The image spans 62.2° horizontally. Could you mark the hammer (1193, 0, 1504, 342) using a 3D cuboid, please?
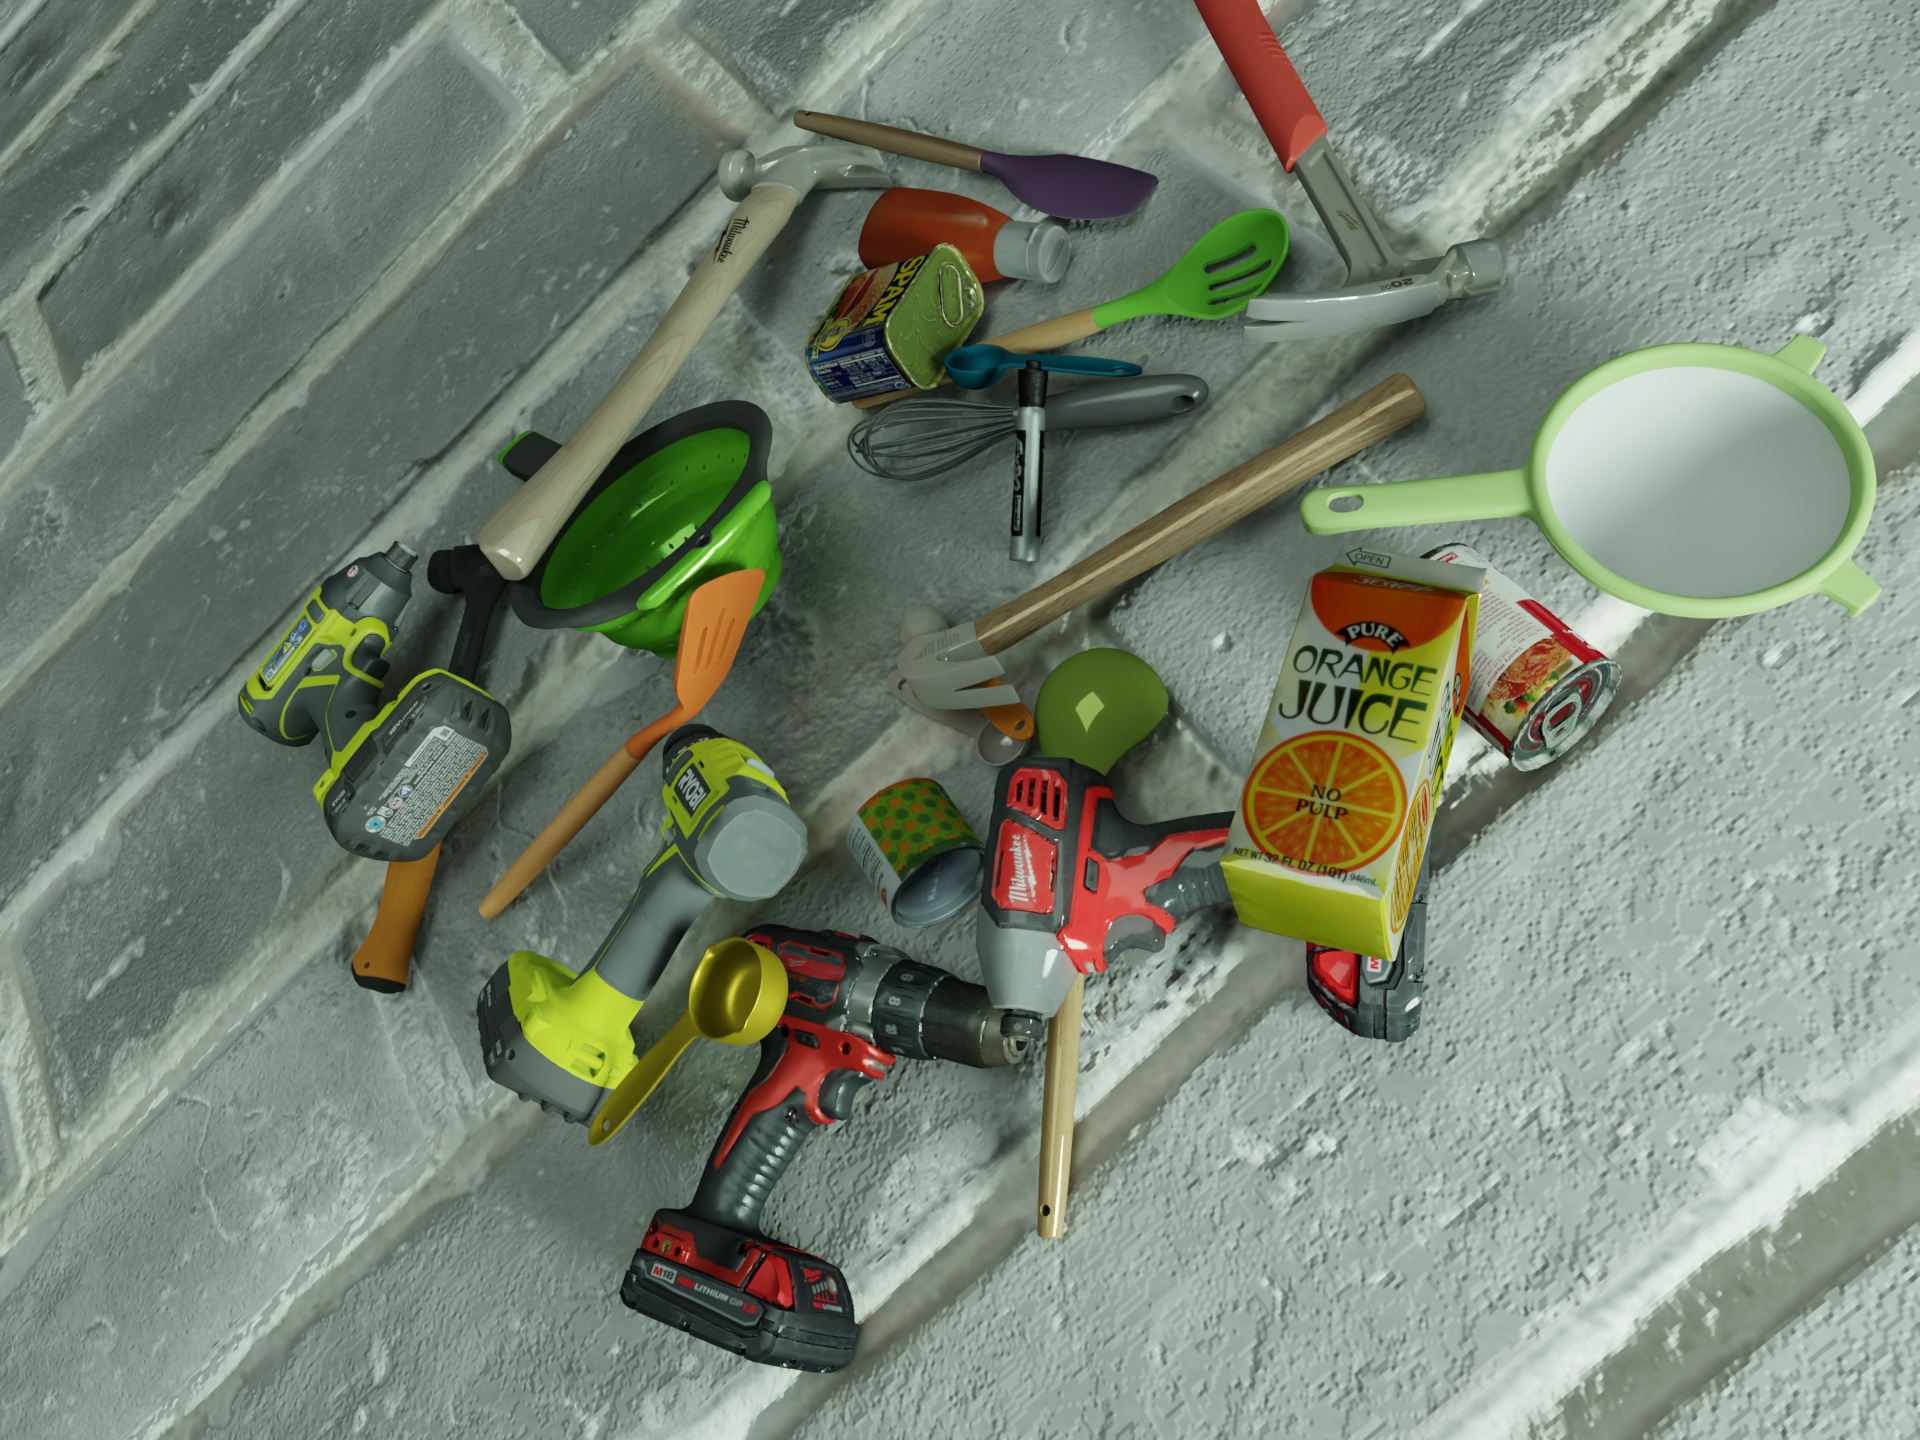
[{"bbox_3d":[0.190,-0.370,0.971,0.149,0.036,0.359,-12,57,-6],"label":"hammer"}]

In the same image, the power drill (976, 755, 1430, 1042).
[{"bbox_3d":[0.115,0.095,0.784,0.220,0.078,0.143,3,71,16],"label":"power drill"}]

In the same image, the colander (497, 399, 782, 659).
[{"bbox_3d":[-0.228,-0.132,1.105,0.204,0.094,0.397,-46,36,-11],"label":"colander"}]

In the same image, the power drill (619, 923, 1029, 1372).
[{"bbox_3d":[-0.070,0.229,0.864,0.188,0.080,0.227,8,70,32],"label":"power drill"}]

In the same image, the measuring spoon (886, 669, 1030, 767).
[{"bbox_3d":[-0.002,-0.003,0.962,0.124,0.018,0.034,30,85,42],"label":"measuring spoon"}]

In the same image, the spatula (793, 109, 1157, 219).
[{"bbox_3d":[-0.003,-0.395,1.117,0.316,0.018,0.060,26,67,32],"label":"spatula"}]

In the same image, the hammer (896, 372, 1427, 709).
[{"bbox_3d":[0.111,-0.101,0.906,0.331,0.031,0.130,-29,25,9],"label":"hammer"}]

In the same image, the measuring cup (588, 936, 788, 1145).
[{"bbox_3d":[-0.151,0.184,0.881,0.156,0.029,0.062,-48,45,15],"label":"measuring cup"}]

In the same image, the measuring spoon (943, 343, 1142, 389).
[{"bbox_3d":[0.052,-0.217,1.002,0.128,0.021,0.042,8,39,18],"label":"measuring spoon"}]

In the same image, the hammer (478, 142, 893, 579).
[{"bbox_3d":[-0.194,-0.258,1.095,0.146,0.038,0.411,10,58,32],"label":"hammer"}]

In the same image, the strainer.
[{"bbox_3d":[0.298,-0.100,0.779,0.256,0.069,0.152,-4,64,13],"label":"strainer"}]

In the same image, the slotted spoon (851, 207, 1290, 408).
[{"bbox_3d":[0.064,-0.252,1.022,0.314,0.031,0.070,-13,63,26],"label":"slotted spoon"}]

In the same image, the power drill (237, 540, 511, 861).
[{"bbox_3d":[-0.412,-0.019,1.119,0.171,0.080,0.223,-51,50,3],"label":"power drill"}]

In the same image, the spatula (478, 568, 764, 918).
[{"bbox_3d":[-0.225,0.026,1.009,0.322,0.081,0.041,-43,84,28],"label":"spatula"}]

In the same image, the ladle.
[{"bbox_3d":[0.066,0.113,0.863,0.078,0.062,0.320,-3,75,32],"label":"ladle"}]

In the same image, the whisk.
[{"bbox_3d":[0.039,-0.187,0.999,0.239,0.055,0.055,-5,67,22],"label":"whisk"}]

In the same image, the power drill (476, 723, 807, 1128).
[{"bbox_3d":[-0.192,0.110,0.960,0.228,0.080,0.191,-53,27,2],"label":"power drill"}]

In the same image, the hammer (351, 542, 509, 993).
[{"bbox_3d":[-0.367,0.027,1.138,0.127,0.034,0.337,-2,69,30],"label":"hammer"}]

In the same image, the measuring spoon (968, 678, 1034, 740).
[{"bbox_3d":[0.019,-0.013,0.929,0.021,0.011,0.117,-51,32,5],"label":"measuring spoon"}]
